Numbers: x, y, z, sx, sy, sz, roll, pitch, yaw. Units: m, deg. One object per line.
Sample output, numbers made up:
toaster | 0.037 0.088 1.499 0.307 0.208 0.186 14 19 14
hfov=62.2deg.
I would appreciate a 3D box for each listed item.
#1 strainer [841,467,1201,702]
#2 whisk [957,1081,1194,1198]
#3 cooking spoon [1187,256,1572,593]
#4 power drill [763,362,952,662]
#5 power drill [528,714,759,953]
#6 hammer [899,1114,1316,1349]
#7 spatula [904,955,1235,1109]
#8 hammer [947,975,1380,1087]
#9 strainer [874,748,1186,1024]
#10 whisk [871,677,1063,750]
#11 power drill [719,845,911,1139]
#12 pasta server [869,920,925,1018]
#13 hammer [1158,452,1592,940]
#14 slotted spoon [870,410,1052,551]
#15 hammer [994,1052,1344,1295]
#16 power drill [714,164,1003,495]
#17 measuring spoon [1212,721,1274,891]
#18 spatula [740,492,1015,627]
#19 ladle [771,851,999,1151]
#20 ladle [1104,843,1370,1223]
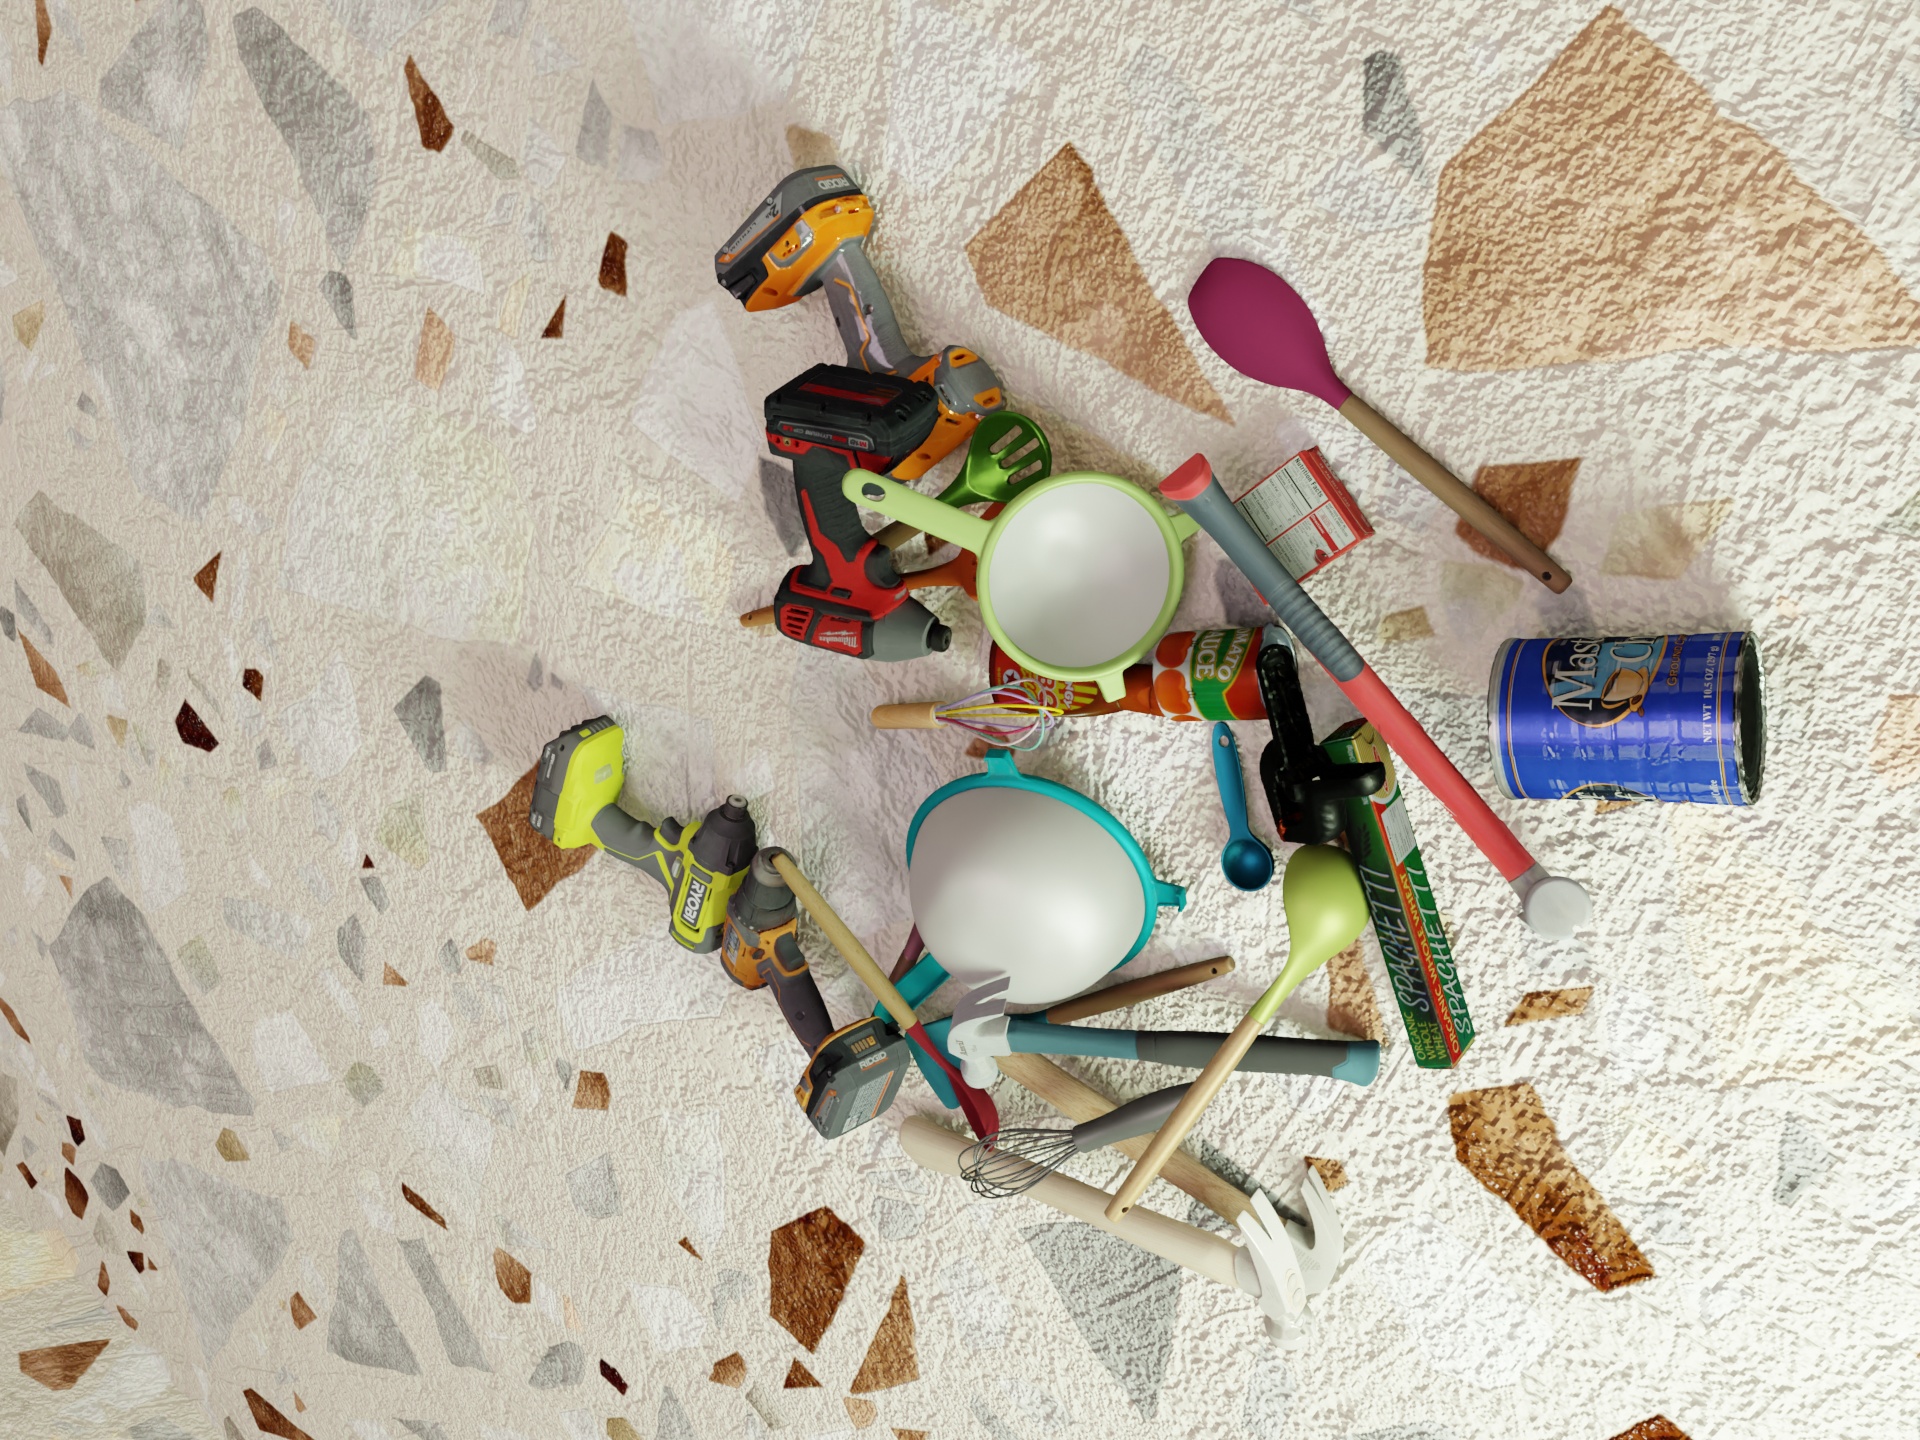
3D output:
strainer | 0.033 -0.126 1.139 0.256 0.069 0.151 21 100 -13
whisk | 0.094 0.328 1.257 0.239 0.055 0.055 -28 90 29
cooking spoon | 0.271 -0.192 1.038 0.319 0.017 0.068 44 127 14
power drill | -0.074 -0.144 1.190 0.143 0.078 0.219 16 127 21
power drill | -0.293 0.097 1.506 0.223 0.080 0.171 31 123 17
hammer | 0.097 0.390 1.315 0.411 0.038 0.146 8 130 43
spatula | 0.091 0.246 1.312 0.317 0.044 0.082 -26 97 37
hammer | 0.150 0.250 1.216 0.331 0.033 0.128 1 139 15
strainer | 0.008 0.186 1.281 0.211 0.095 0.340 38 129 -5
whisk | 0.000 -0.003 1.245 0.245 0.047 0.051 -2 110 57
power drill | -0.135 0.231 1.397 0.226 0.084 0.185 53 147 25
pasta server | -0.048 0.221 1.412 0.060 0.040 0.316 38 128 18
hammer | 0.266 -0.019 1.044 0.038 0.143 0.386 -40 78 8
slotted spoon | -0.041 -0.153 1.235 0.314 0.031 0.070 -26 96 41
hammer | 0.159 0.349 1.289 0.331 0.031 0.130 32 121 12
power drill | -0.087 -0.285 1.215 0.164 0.084 0.226 -34 90 39
measuring spoon | 0.209 0.063 1.183 0.042 0.021 0.128 -9 93 38
spatula | -0.071 -0.110 1.293 0.322 0.041 0.081 -10 78 39
ladle | -0.058 0.233 1.320 0.315 0.031 0.069 53 167 -12
ladle | 0.192 0.228 1.148 0.320 0.078 0.062 -57 34 10
